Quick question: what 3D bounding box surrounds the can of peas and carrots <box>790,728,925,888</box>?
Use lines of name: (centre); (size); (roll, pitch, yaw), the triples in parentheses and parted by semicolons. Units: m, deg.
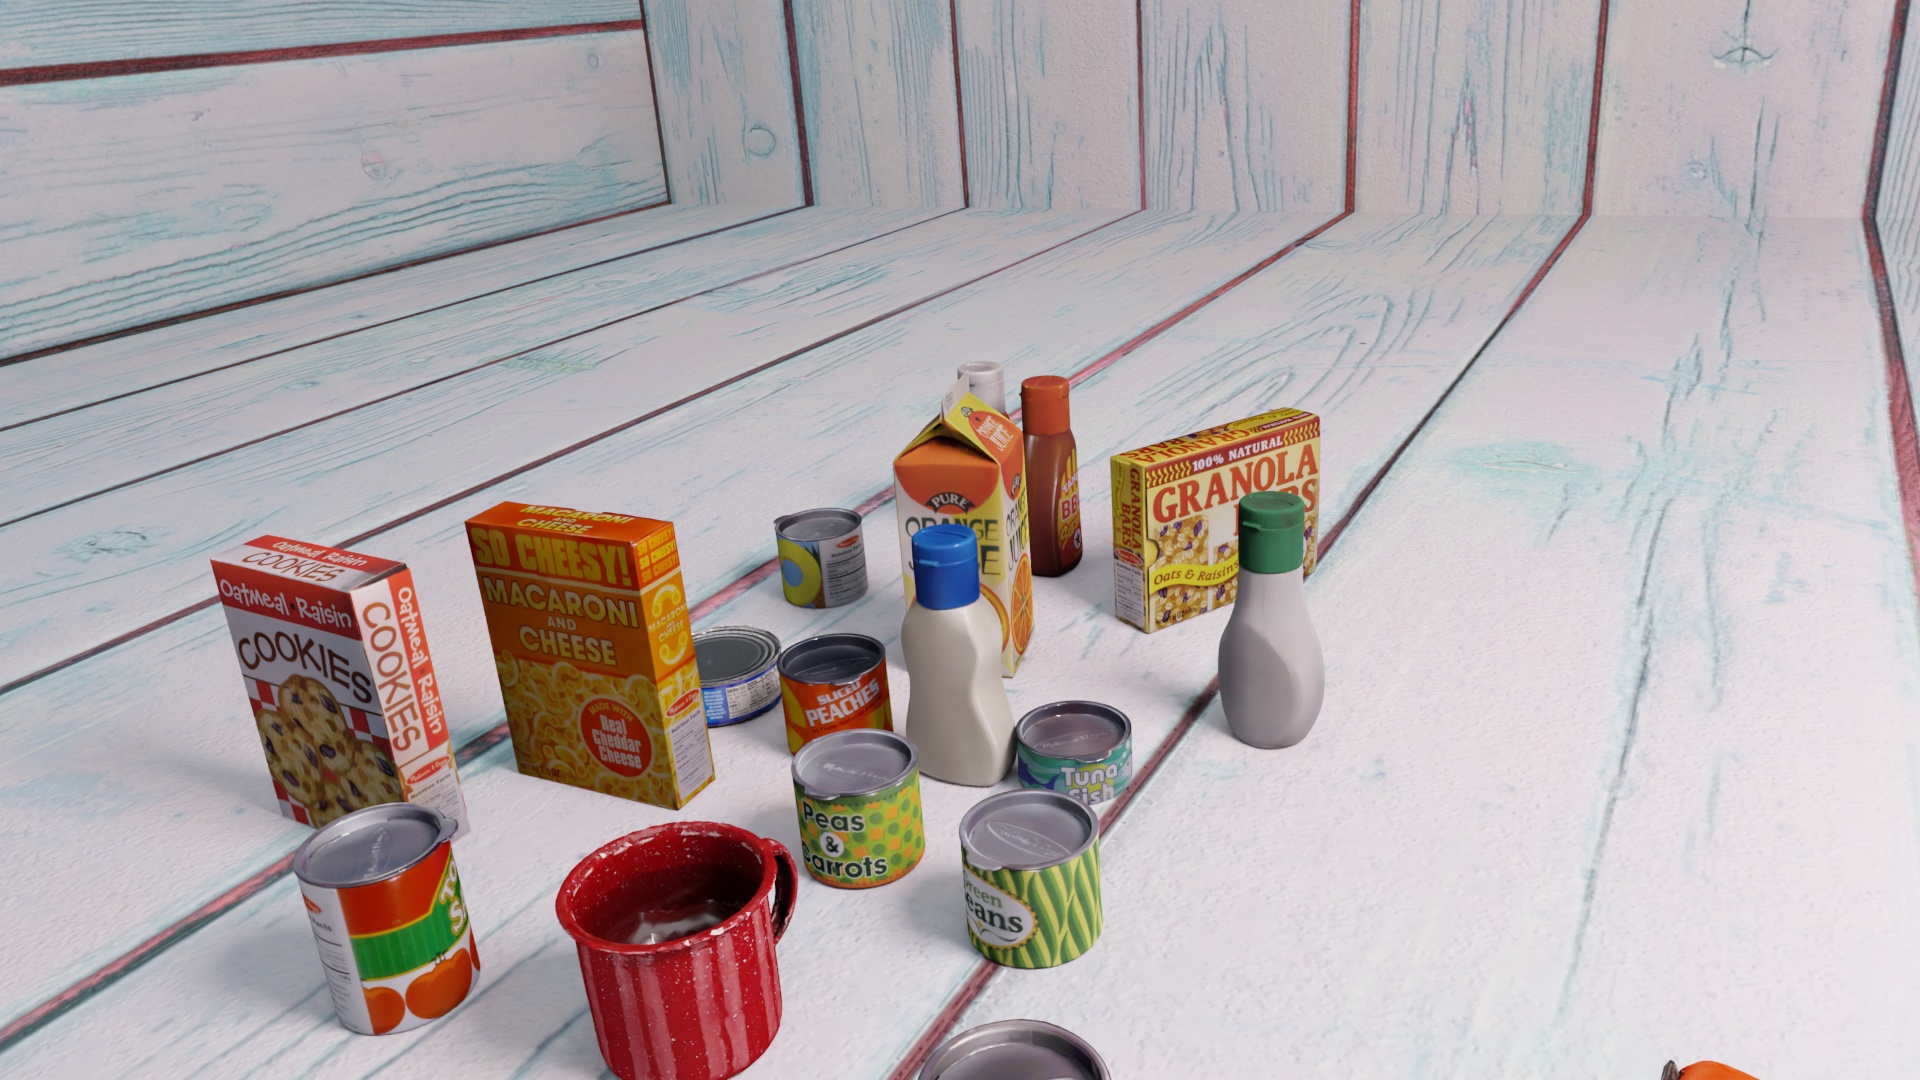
can of peas and carrots: (-0.054, 0.141, 0.726); (0.071, 0.058, 0.071); (-4, 21, 2)

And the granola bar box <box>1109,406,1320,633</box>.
granola bar box: (0.185, -0.017, 0.990); (0.166, 0.123, 0.039); (-17, 24, -29)

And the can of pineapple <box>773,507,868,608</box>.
can of pineapple: (-0.106, 0.012, 1.060); (0.071, 0.057, 0.071); (-4, 21, 2)

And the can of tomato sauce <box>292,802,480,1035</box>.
can of tomato sauce: (-0.263, 0.175, 0.647); (0.071, 0.082, 0.071); (-4, 21, 2)

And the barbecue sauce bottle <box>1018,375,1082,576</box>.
barbecue sauce bottle: (0.067, -0.051, 1.064); (0.043, 0.148, 0.065); (5, 23, 23)

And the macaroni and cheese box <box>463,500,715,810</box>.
macaroni and cheese box: (-0.213, 0.064, 0.802); (0.124, 0.165, 0.040); (6, 24, 26)

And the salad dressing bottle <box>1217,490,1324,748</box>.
salad dressing bottle: (0.179, 0.046, 0.801); (0.044, 0.147, 0.064); (-21, 27, -37)

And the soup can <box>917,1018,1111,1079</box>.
soup can: (0.021, 0.221, 0.475); (0.071, 0.083, 0.071); (-4, 21, 2)

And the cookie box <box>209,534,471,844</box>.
cookie box: (-0.343, 0.086, 0.771); (0.123, 0.166, 0.040); (8, 25, 30)

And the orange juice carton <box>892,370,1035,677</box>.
orange juice carton: (0.003, -0.012, 0.918); (0.073, 0.191, 0.072); (2, 22, 15)

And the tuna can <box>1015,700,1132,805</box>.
tuna can: (0.066, 0.121, 0.788); (0.071, 0.032, 0.071); (-4, 22, 2)

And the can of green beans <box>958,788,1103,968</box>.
can of green beans: (0.034, 0.160, 0.661); (0.071, 0.057, 0.071); (-4, 21, 2)

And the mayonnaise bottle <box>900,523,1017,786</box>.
mayonnaise bottle: (-0.003, 0.065, 0.786); (0.065, 0.147, 0.041); (8, 24, 29)

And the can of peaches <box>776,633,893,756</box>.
can of peaches: (-0.075, 0.097, 0.841); (0.071, 0.057, 0.071); (-4, 21, 2)

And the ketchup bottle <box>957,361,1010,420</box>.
ketchup bottle: (0.021, -0.068, 1.117); (0.065, 0.148, 0.044); (16, 29, 42)
